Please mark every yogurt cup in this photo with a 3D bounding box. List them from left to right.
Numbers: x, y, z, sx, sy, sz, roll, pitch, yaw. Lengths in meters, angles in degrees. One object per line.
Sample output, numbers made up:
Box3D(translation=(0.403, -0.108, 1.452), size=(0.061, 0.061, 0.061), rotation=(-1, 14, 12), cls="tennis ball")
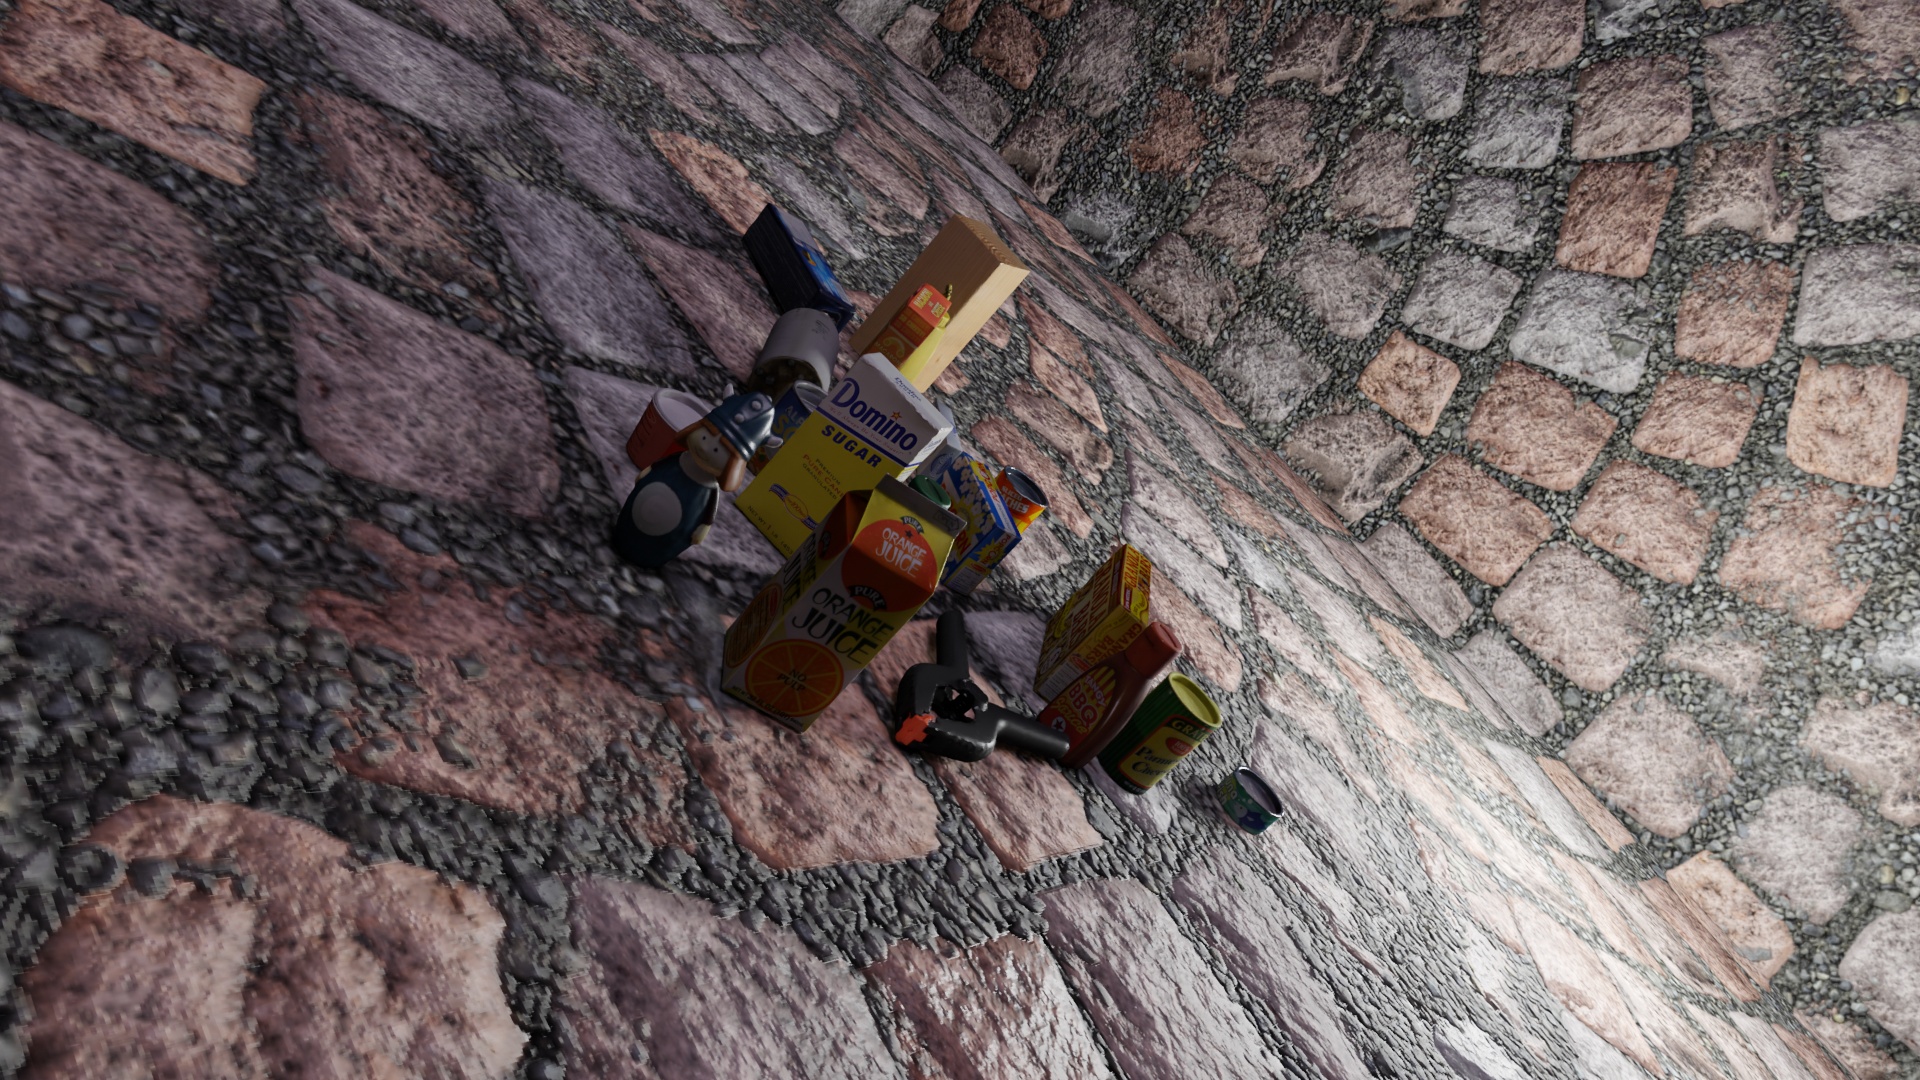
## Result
Box3D(translation=(-0.234, -0.082, 1.130), size=(0.072, 0.053, 0.073), rotation=(36, 21, -16), cls="yogurt cup")

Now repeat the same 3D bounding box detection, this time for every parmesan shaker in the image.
Box3D(translation=(0.185, 0.182, 1.296), size=(0.071, 0.102, 0.071), rotation=(36, 21, -17), cls="parmesan shaker")

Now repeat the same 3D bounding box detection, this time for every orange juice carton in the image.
Box3D(translation=(-0.083, 0.037, 0.971), size=(0.072, 0.192, 0.073), rotation=(33, 22, -24), cls="orange juice carton")

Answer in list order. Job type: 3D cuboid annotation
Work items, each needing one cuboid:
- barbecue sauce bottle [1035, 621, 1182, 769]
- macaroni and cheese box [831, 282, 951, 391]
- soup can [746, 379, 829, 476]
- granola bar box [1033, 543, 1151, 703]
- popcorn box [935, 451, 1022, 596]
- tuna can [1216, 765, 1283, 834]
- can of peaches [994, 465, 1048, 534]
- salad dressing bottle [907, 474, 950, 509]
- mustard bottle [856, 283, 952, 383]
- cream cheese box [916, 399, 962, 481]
Box3D(translation=(0.134, 0.134, 1.232), size=(0.043, 0.148, 0.065), rotation=(22, 29, -44), cls="barbecue sauce bottle")
Box3D(translation=(-0.084, -0.185, 1.442), size=(0.040, 0.166, 0.124), rotation=(40, 20, -8), cls="macaroni and cheese box")
Box3D(translation=(-0.149, -0.092, 1.259), size=(0.071, 0.083, 0.071), rotation=(36, 21, -17), cls="soup can")
Box3D(translation=(0.131, 0.082, 1.364), size=(0.039, 0.124, 0.166), rotation=(40, 21, -7), cls="granola bar box")
Box3D(translation=(0.005, -0.017, 1.387), size=(0.038, 0.085, 0.127), rotation=(28, 25, -35), cls="popcorn box")
Box3D(translation=(0.295, 0.266, 1.427), size=(0.071, 0.032, 0.071), rotation=(36, 21, -16), cls="tuna can")
Box3D(translation=(0.055, -0.041, 1.563), size=(0.071, 0.058, 0.071), rotation=(36, 21, -16), cls="can of peaches")
Box3D(translation=(-0.067, 0.010, 1.115), size=(0.044, 0.147, 0.064), rotation=(21, 29, -45), cls="salad dressing bottle")
Box3D(translation=(-0.057, -0.228, 1.584), size=(0.049, 0.159, 0.065), rotation=(11, 37, -55), cls="mustard bottle")
Box3D(translation=(-0.029, -0.110, 1.553), size=(0.024, 0.053, 0.104), rotation=(32, 23, -26), cls="cream cheese box")
